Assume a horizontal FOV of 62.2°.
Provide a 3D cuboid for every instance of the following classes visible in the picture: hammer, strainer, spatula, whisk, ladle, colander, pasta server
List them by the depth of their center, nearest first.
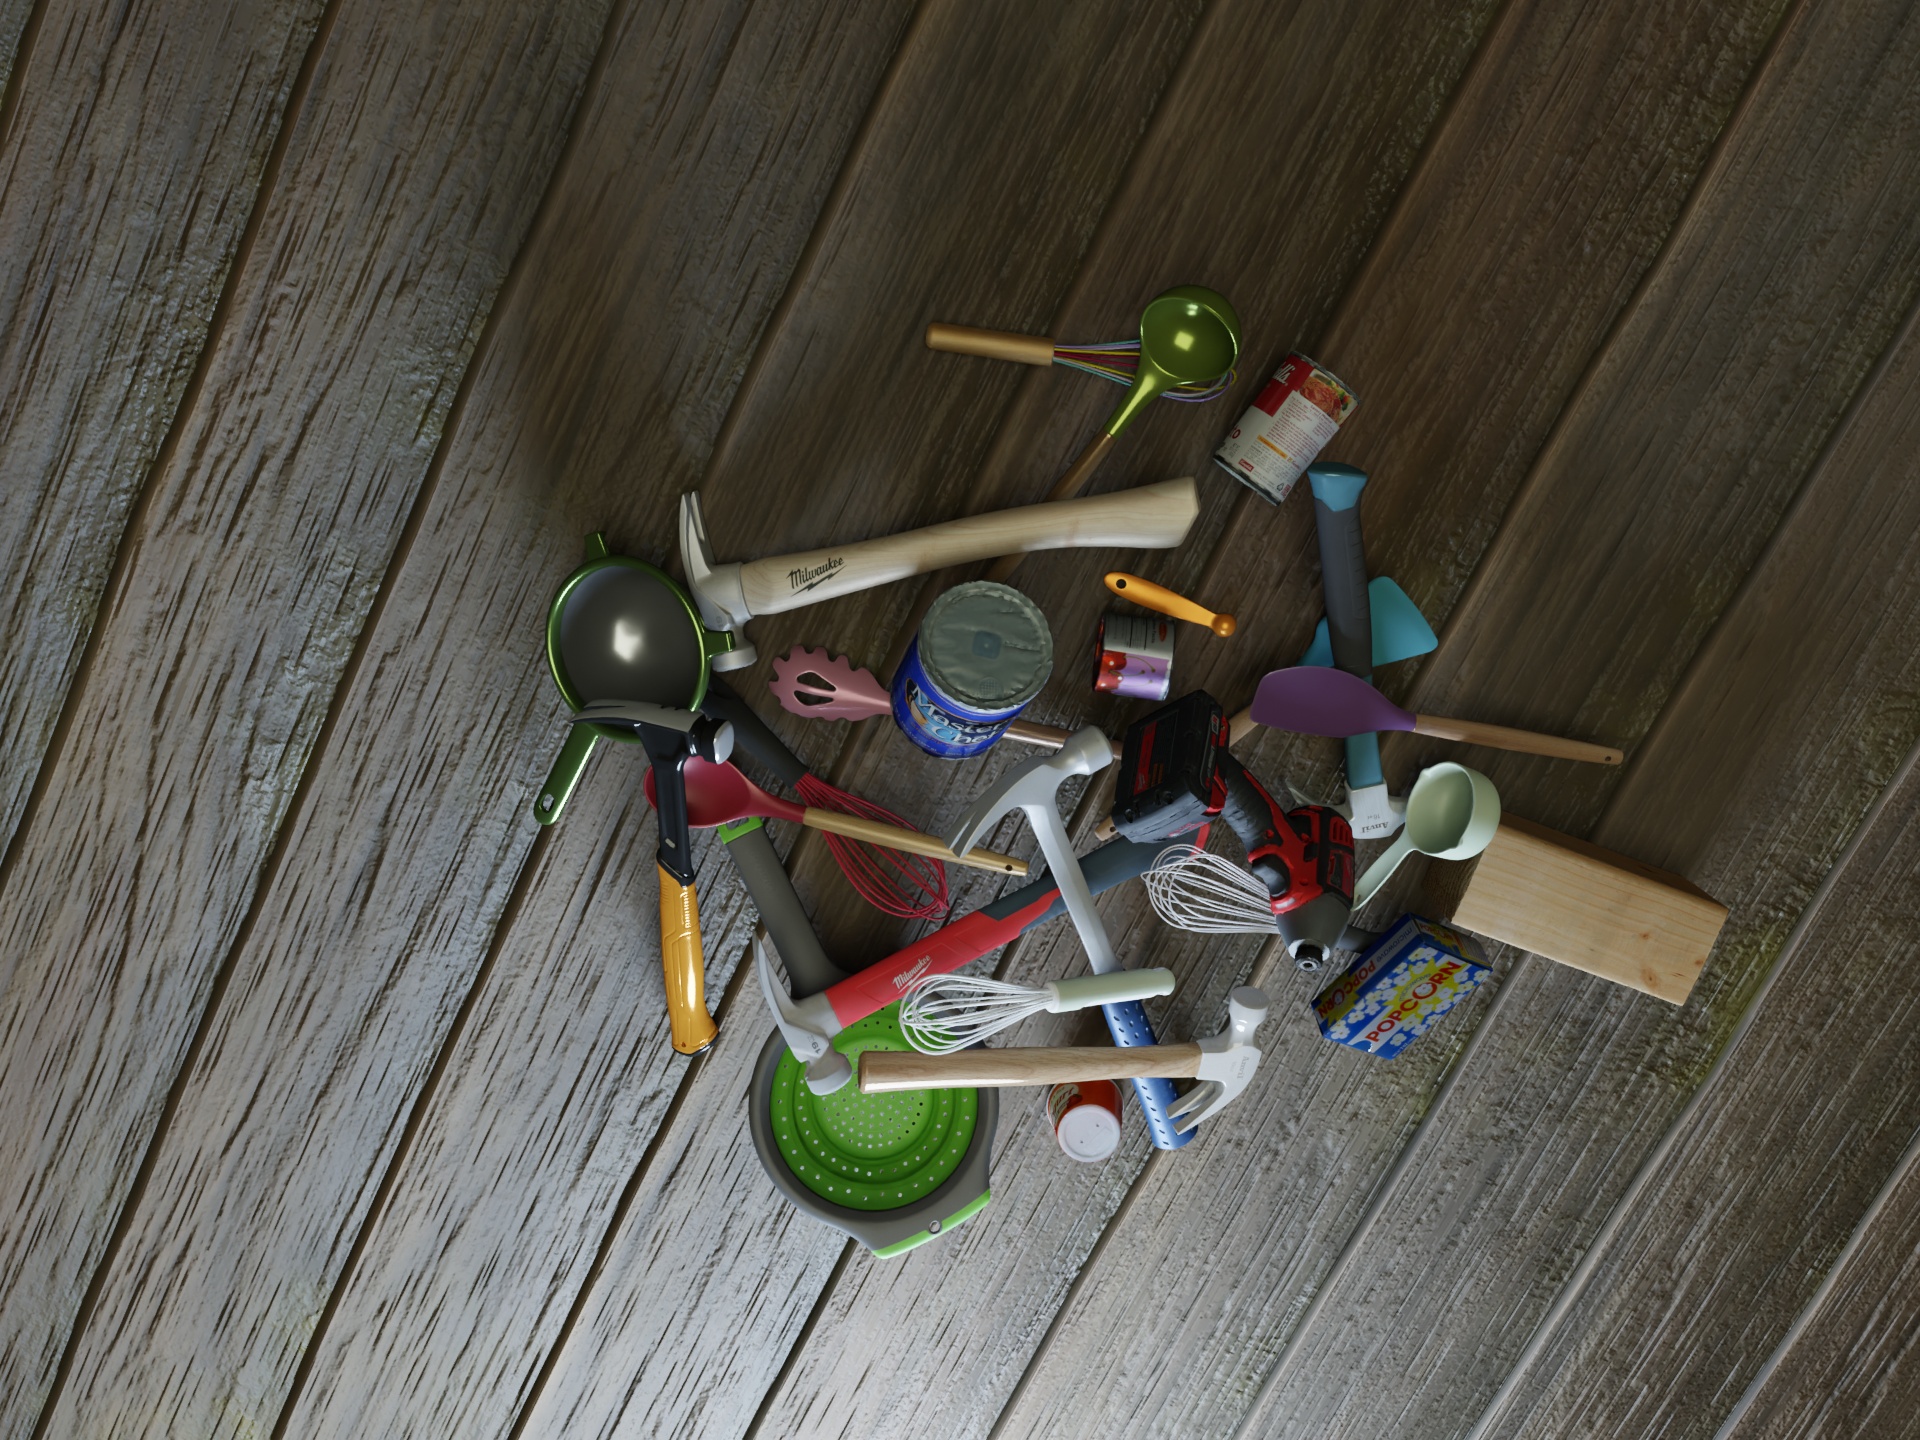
[{"bbox_3d":[0.063,0.215,1.225,0.246,0.058,0.059,-2,81,-28],"label":"whisk"},{"bbox_3d":[0.098,-0.198,1.226,0.078,0.062,0.320,37,114,-6],"label":"ladle"},{"bbox_3d":[-0.021,-0.144,1.239,0.410,0.038,0.146,-10,102,14],"label":"hammer"},{"bbox_3d":[0.095,-0.287,1.243,0.245,0.047,0.051,9,103,2],"label":"whisk"},{"bbox_3d":[0.311,-0.049,1.254,0.128,0.033,0.330,-13,118,0],"label":"hammer"},{"bbox_3d":[0.382,0.003,1.260,0.316,0.018,0.059,10,118,-11],"label":"spatula"},{"bbox_3d":[-0.099,0.081,1.272,0.315,0.031,0.069,14,110,6],"label":"ladle"},{"bbox_3d":[0.082,0.278,1.277,0.331,0.031,0.130,0,118,-13],"label":"hammer"},{"bbox_3d":[0.024,0.151,1.285,0.386,0.038,0.143,-26,105,-11],"label":"hammer"},{"bbox_3d":[0.112,0.201,1.289,0.144,0.035,0.405,-29,119,-11],"label":"hammer"},{"bbox_3d":[-0.237,0.137,1.292,0.127,0.034,0.336,10,122,16],"label":"hammer"},{"bbox_3d":[-0.278,-0.021,1.295,0.151,0.069,0.256,37,115,11],"label":"strainer"},{"bbox_3d":[0.237,0.002,1.303,0.317,0.044,0.082,-39,113,10],"label":"spatula"},{"bbox_3d":[0.274,0.164,1.314,0.284,0.070,0.070,19,102,-20],"label":"whisk"},{"bbox_3d":[-0.118,0.062,1.314,0.296,0.073,0.073,44,99,-3],"label":"whisk"},{"bbox_3d":[-0.002,-0.004,1.315,0.316,0.040,0.060,11,102,-6],"label":"pasta server"},{"bbox_3d":[-0.109,0.246,1.344,0.204,0.094,0.397,-26,83,-8],"label":"colander"}]

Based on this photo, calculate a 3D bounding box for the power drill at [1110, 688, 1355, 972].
[{"bbox_3d":[0.220,0.090,1.220,0.219,0.143,0.078,38,134,-24],"label":"power drill"}]

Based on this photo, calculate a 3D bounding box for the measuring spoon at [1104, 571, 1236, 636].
[{"bbox_3d":[0.171,-0.095,1.299,0.117,0.011,0.021,22,102,-4],"label":"measuring spoon"}]

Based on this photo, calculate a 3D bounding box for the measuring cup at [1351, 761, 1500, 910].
[{"bbox_3d":[0.375,0.104,1.291,0.038,0.083,0.167,14,130,-23],"label":"measuring cup"}]
